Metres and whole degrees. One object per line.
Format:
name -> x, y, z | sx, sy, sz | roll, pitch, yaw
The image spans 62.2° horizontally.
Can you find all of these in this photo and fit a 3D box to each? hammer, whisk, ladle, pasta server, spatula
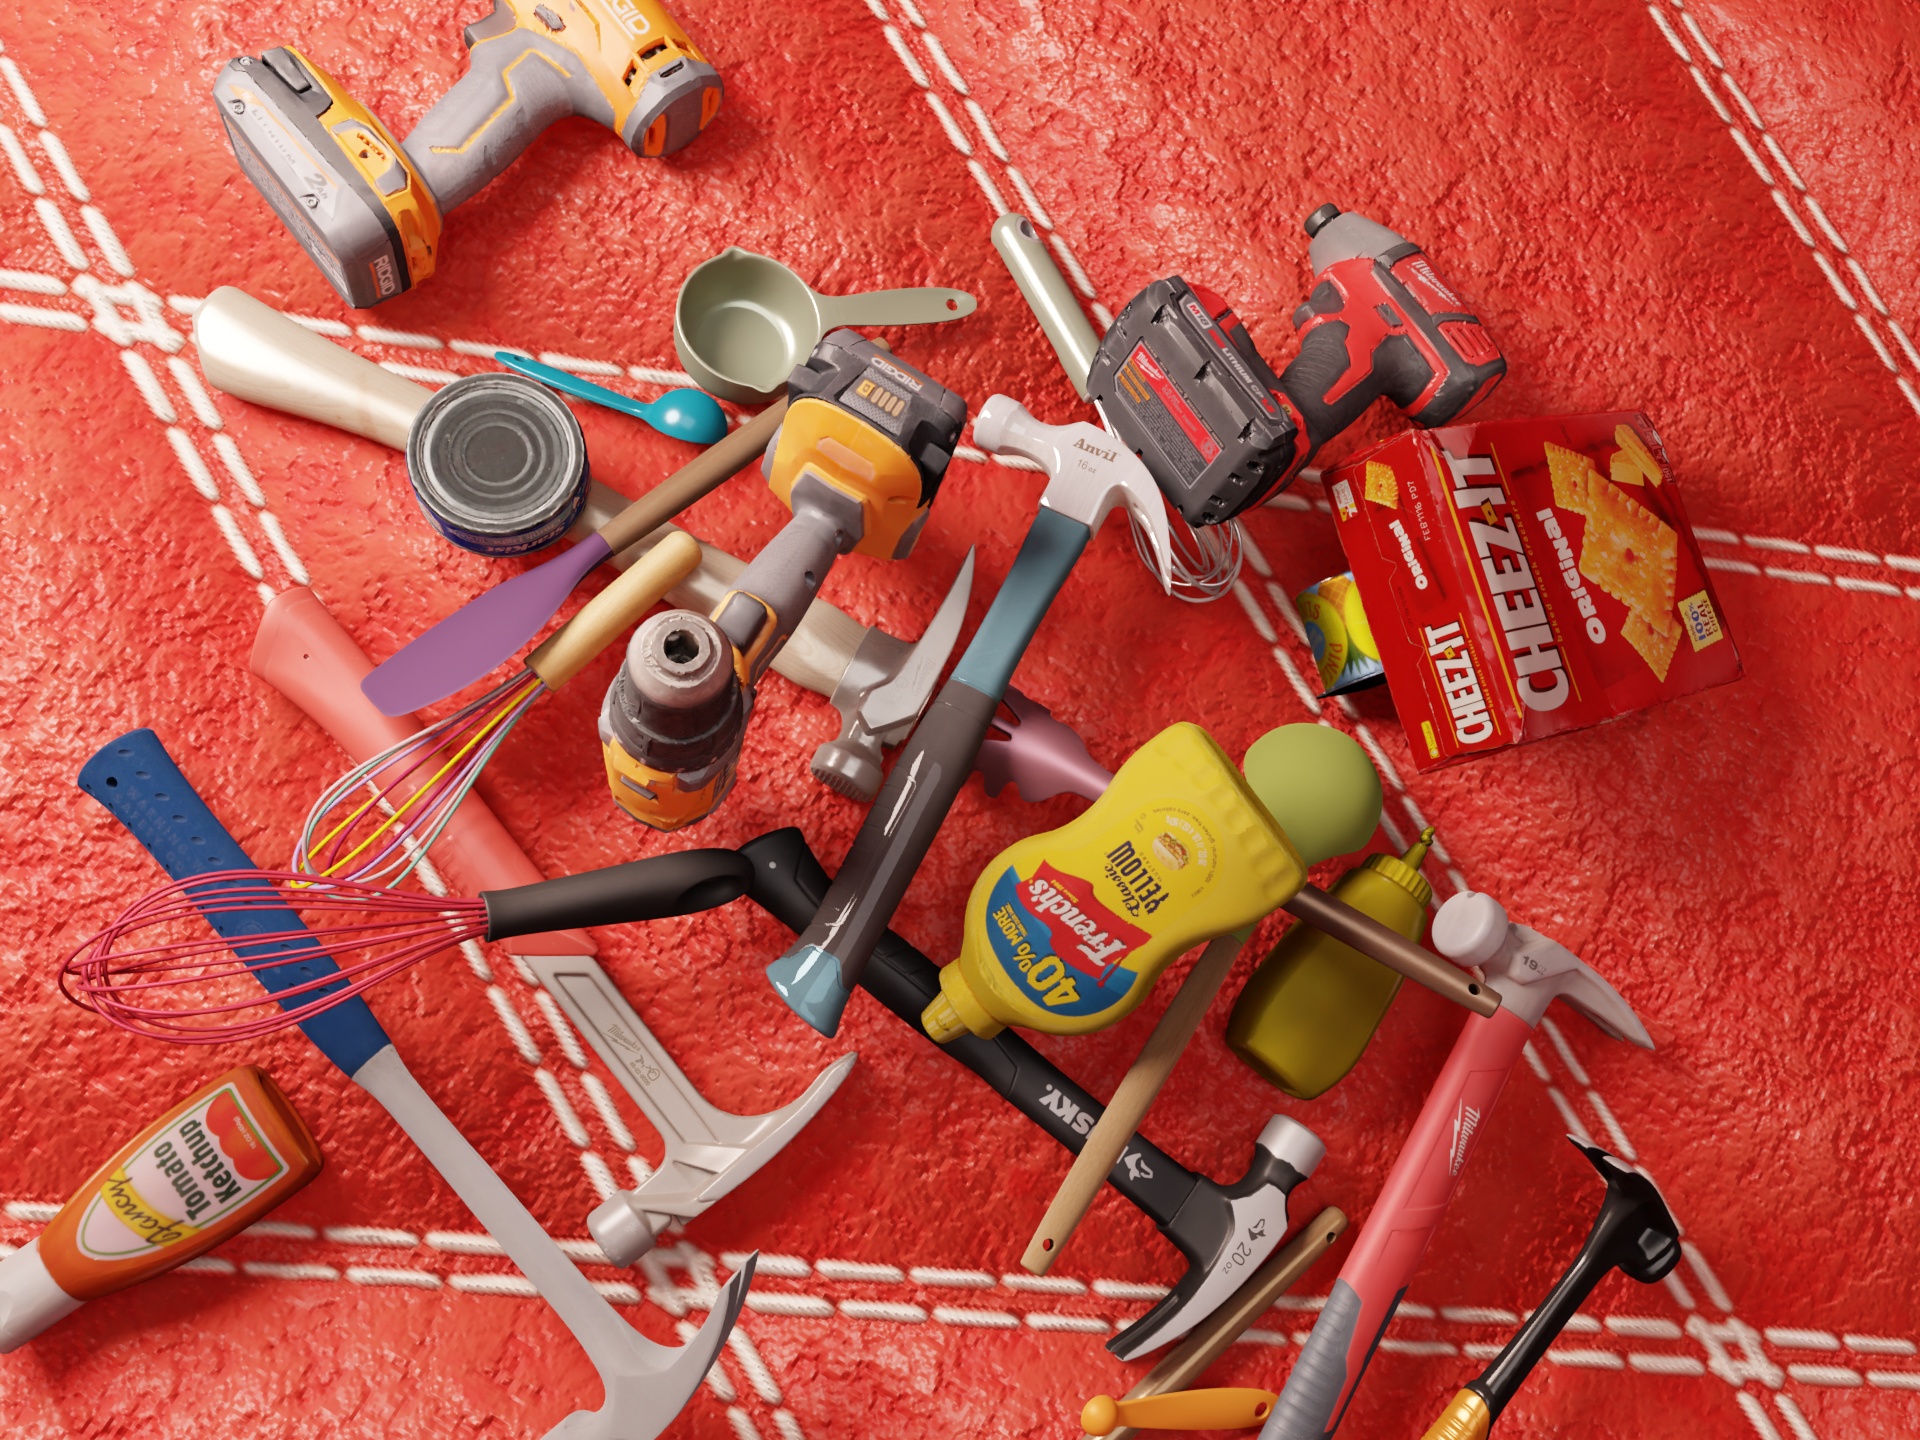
hammer -> 0.234, 0.357, 0.774 | 0.337, 0.034, 0.127 | -48, 131, -10
hammer -> -0.192, -0.117, 0.814 | 0.410, 0.038, 0.146 | 29, 75, -3
whisk -> -0.213, -0.005, 0.748 | 0.051, 0.047, 0.245 | 45, 73, 2
hammer -> 0.014, 0.171, 0.795 | 0.335, 0.035, 0.146 | 39, 75, -1
ladle -> 0.118, 0.133, 0.795 | 0.078, 0.062, 0.320 | 34, 72, 3
hammer -> 0.218, 0.286, 0.798 | 0.143, 0.038, 0.386 | 35, 79, -21
pasta server -> 0.116, 0.061, 0.784 | 0.316, 0.040, 0.060 | 29, 74, 14
whisk -> 0.081, -0.173, 0.869 | 0.058, 0.059, 0.246 | -18, 77, -49
whisk -> -0.230, 0.090, 0.703 | 0.295, 0.073, 0.073 | -7, 80, -28
hammer -> -0.212, 0.078, 0.774 | 0.149, 0.036, 0.359 | -38, 88, -14
hammer -> -0.001, -0.002, 0.778 | 0.128, 0.033, 0.331 | 25, 76, 14
hammer -> -0.260, 0.161, 0.732 | 0.144, 0.035, 0.405 | -44, 84, 14
spatula -> -0.154, -0.101, 0.783 | 0.316, 0.018, 0.060 | -40, 46, -19

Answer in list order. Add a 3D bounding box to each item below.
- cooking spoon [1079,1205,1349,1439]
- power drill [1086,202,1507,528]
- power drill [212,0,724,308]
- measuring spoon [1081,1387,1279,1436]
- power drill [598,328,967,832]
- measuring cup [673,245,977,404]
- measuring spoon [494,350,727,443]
cooking spoon -> 0.075, 0.349, 0.780 | 0.319, 0.017, 0.068 | -38, 103, -14
power drill -> 0.182, -0.200, 0.851 | 0.219, 0.078, 0.143 | -27, 77, -31
power drill -> -0.259, -0.332, 0.823 | 0.226, 0.084, 0.164 | -37, 87, -18
measuring spoon -> 0.112, 0.339, 0.776 | 0.116, 0.011, 0.021 | 9, 93, -24
power drill -> -0.084, -0.065, 0.710 | 0.084, 0.185, 0.226 | 31, 70, 0
measuring cup -> -0.073, -0.211, 0.855 | 0.167, 0.038, 0.083 | -10, 80, -21
measuring spoon -> -0.180, -0.176, 0.826 | 0.128, 0.042, 0.021 | 20, 116, 0
